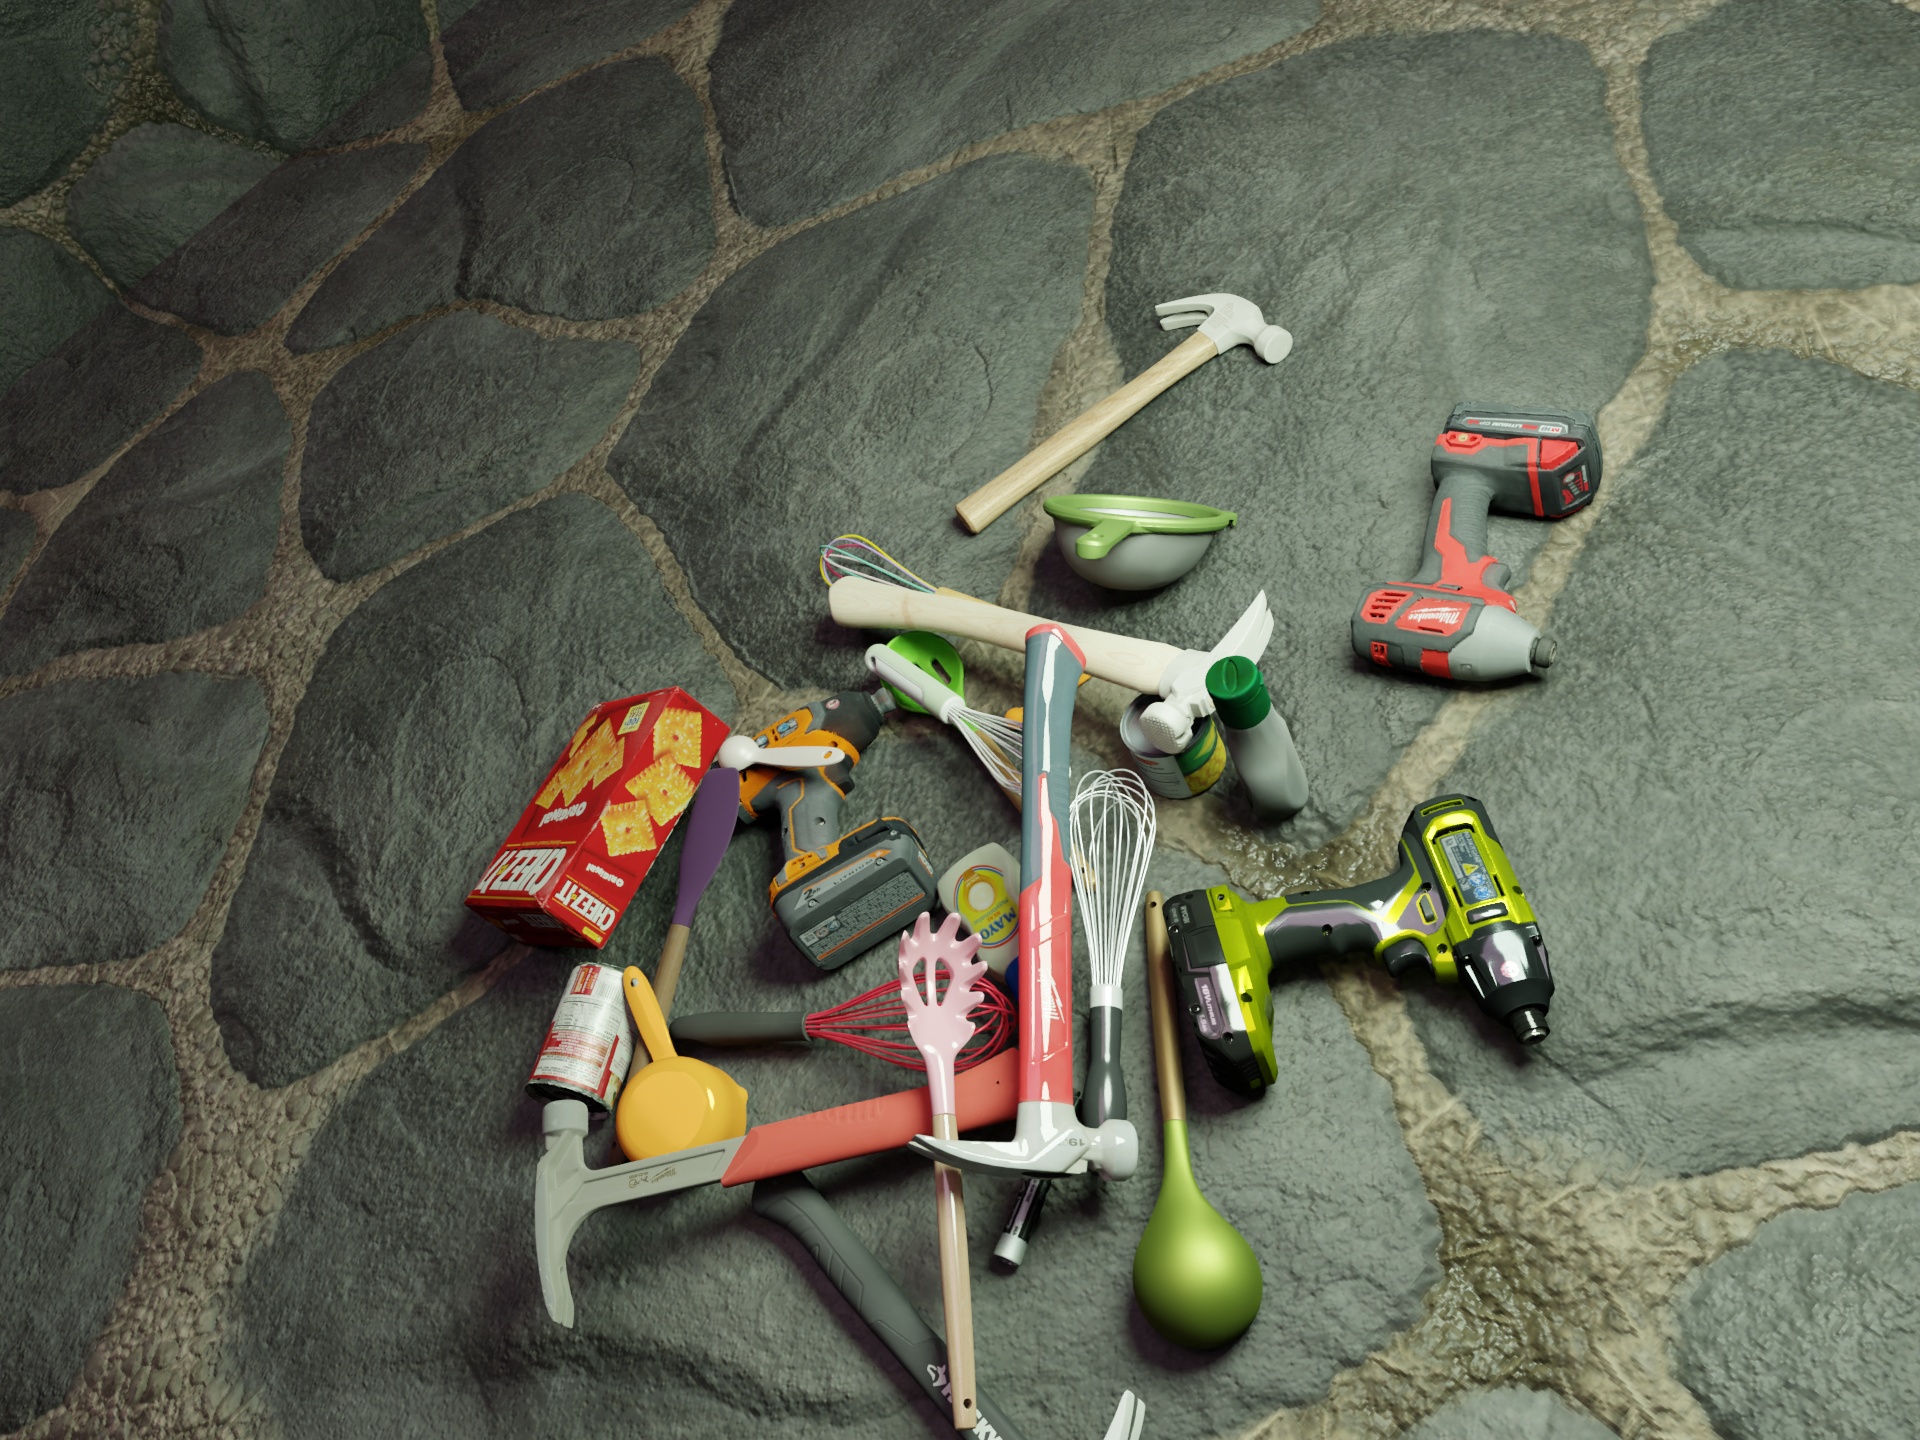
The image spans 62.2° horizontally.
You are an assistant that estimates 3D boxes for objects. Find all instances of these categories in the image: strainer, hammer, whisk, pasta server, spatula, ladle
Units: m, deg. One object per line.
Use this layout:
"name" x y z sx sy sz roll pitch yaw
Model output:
"strainer" 0.125 -0.129 1.248 0.151 0.069 0.256 8 17 15
"hammer" 0.042 0.107 1.068 0.143 0.038 0.387 7 63 -11
"hammer" 0.050 -0.077 1.271 0.411 0.038 0.146 16 54 42
"whisk" -0.034 -0.117 1.400 0.245 0.051 0.047 22 61 34
"pasta server" -0.007 0.276 1.005 0.060 0.040 0.316 4 60 -15
"hammer" 0.134 -0.280 1.450 0.331 0.031 0.130 -36 48 -3
"hammer" -0.113 0.294 1.066 0.359 0.036 0.149 -14 59 6
"whisk" -0.002 -0.004 1.257 0.059 0.057 0.247 -20 37 -32
"hammer" -0.029 0.387 1.008 0.146 0.035 0.335 -44 48 -10
"spatula" -0.221 0.184 1.227 0.060 0.018 0.316 -5 65 43
"ladle" 0.141 0.246 1.037 0.078 0.062 0.320 -17 42 17
"whisk" 0.100 0.163 1.101 0.070 0.070 0.285 -8 60 21
"whisk" -0.092 0.221 1.154 0.296 0.073 0.073 -8 52 27

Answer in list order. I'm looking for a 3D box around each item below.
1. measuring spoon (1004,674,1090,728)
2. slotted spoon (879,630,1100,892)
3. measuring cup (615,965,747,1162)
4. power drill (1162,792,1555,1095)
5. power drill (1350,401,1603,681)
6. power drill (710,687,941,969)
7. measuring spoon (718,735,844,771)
"measuring spoon" 0.082 -0.032 1.288 0.117 0.011 0.021 -37 49 -12
"slotted spoon" 0.023 0.030 1.266 0.070 0.031 0.314 -36 49 -3
"measuring cup" -0.221 0.252 1.161 0.095 0.052 0.174 -28 67 1
"power drill" 0.256 0.153 1.024 0.223 0.080 0.171 -18 49 9
"power drill" 0.391 -0.126 1.175 0.143 0.078 0.220 14 65 34
"power drill" -0.097 0.069 1.260 0.164 0.084 0.227 -32 43 1
"measuring spoon" -0.145 0.024 1.264 0.124 0.018 0.034 0 49 32
